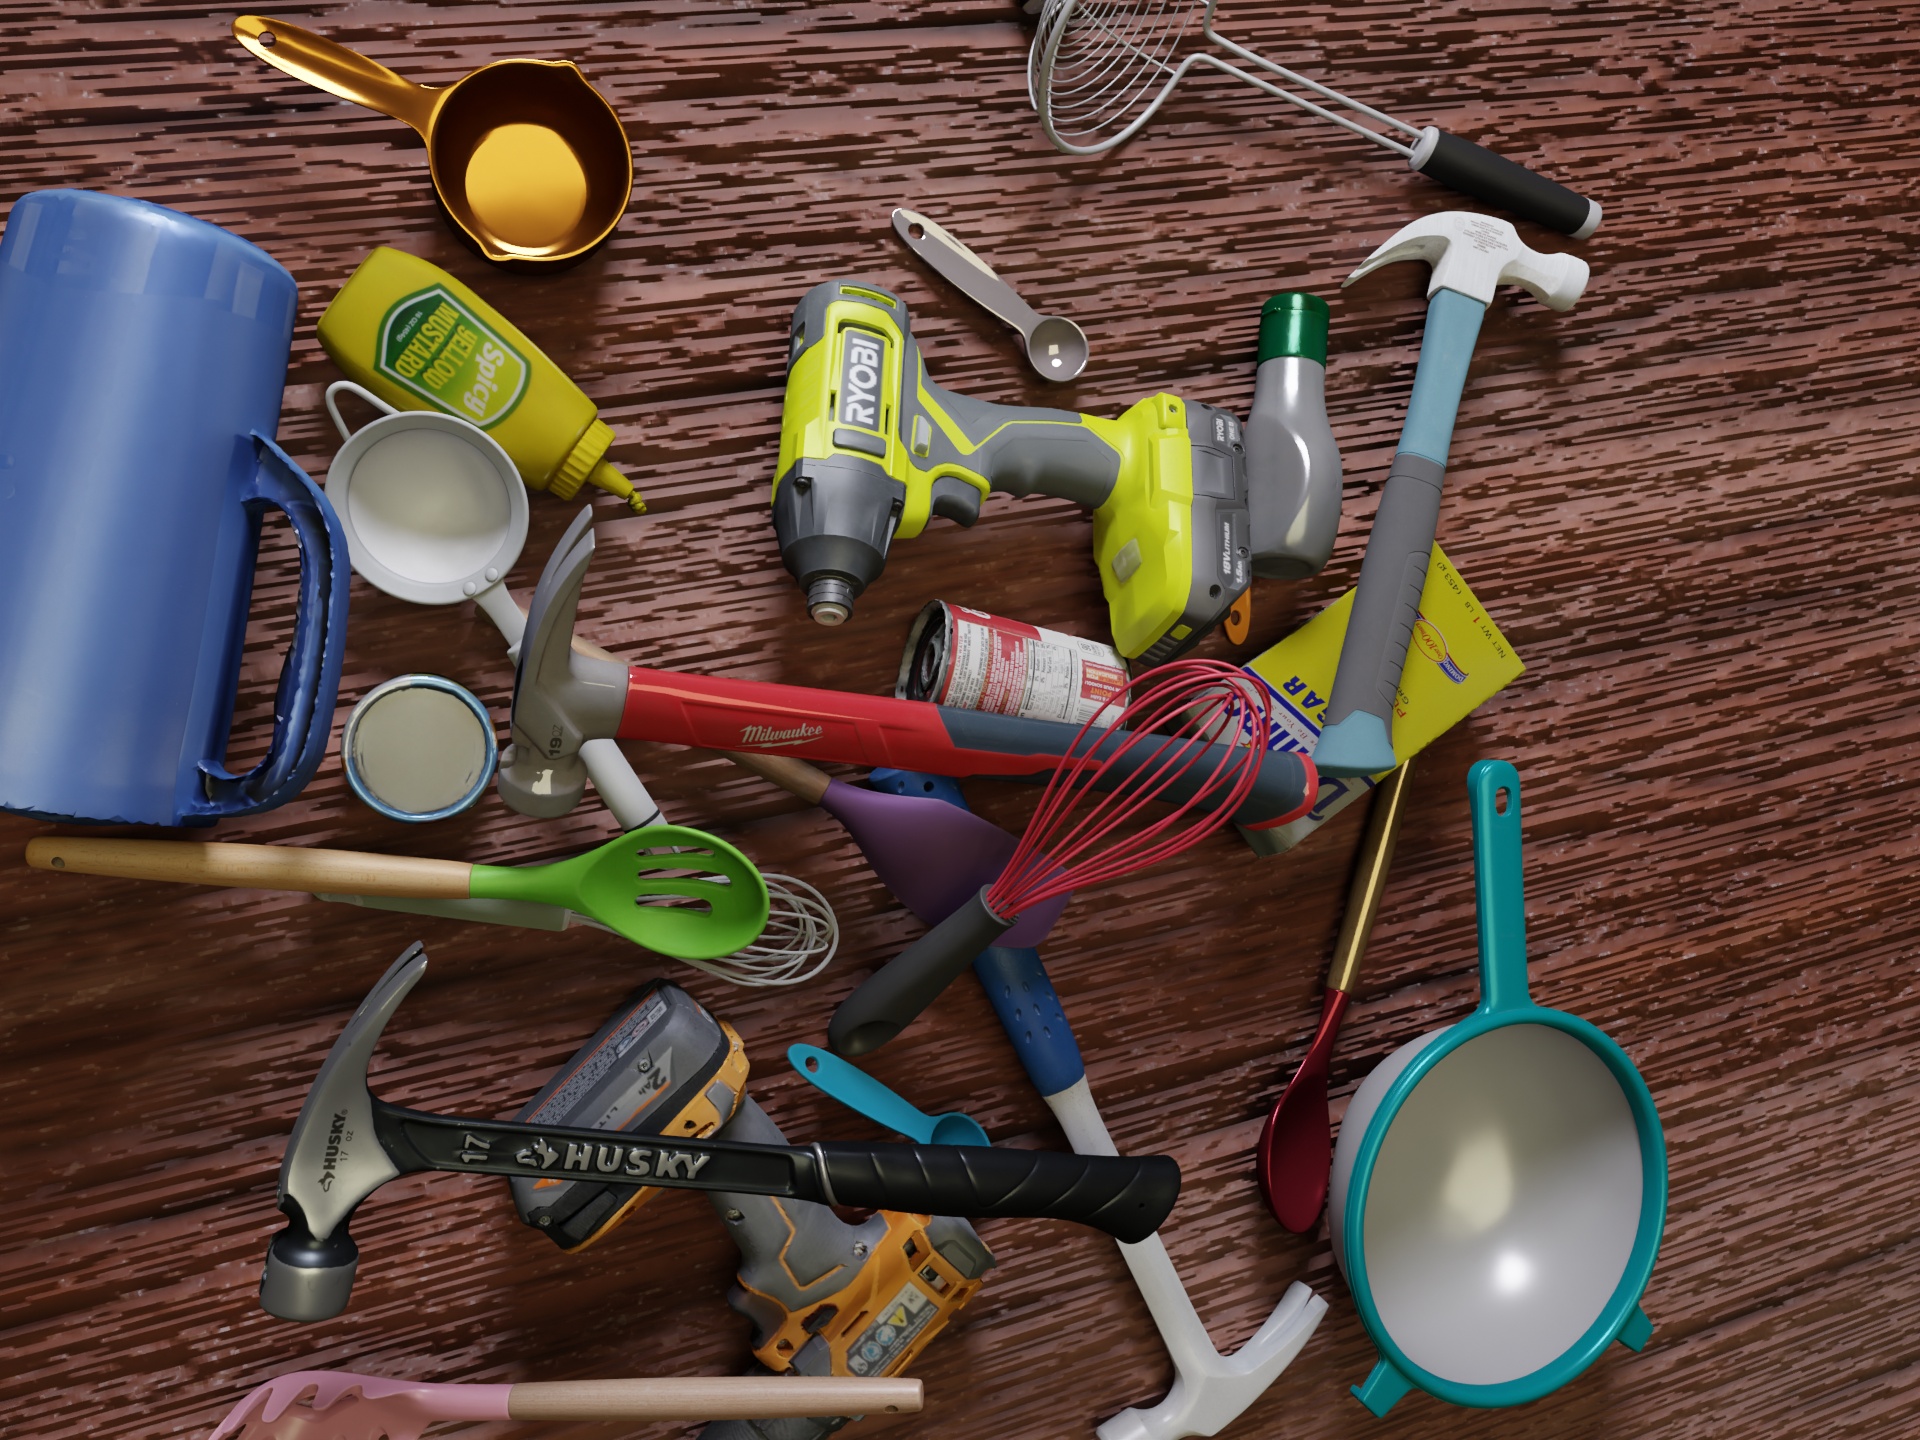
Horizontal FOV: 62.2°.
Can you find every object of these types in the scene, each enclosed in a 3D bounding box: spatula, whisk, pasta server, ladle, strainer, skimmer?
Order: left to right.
[{"bbox_3d":[-0.199,-0.038,0.716,0.087,0.050,0.258,-29,104,6],"label":"strainer"},{"bbox_3d":[-0.174,0.310,0.707,0.316,0.040,0.060,-3,126,5],"label":"pasta server"},{"bbox_3d":[-0.177,0.087,0.749,0.246,0.057,0.059,10,55,-15],"label":"whisk"},{"bbox_3d":[-0.089,0.024,0.763,0.316,0.018,0.060,30,99,-8],"label":"spatula"},{"bbox_3d":[0.031,0.075,0.733,0.073,0.073,0.295,37,120,-16],"label":"whisk"},{"bbox_3d":[0.201,-0.308,0.826,0.363,0.090,0.127,14,126,-21],"label":"skimmer"},{"bbox_3d":[0.217,0.125,0.882,0.069,0.031,0.315,23,82,-47],"label":"ladle"},{"bbox_3d":[0.272,0.191,0.871,0.211,0.095,0.340,-3,91,-22],"label":"strainer"}]

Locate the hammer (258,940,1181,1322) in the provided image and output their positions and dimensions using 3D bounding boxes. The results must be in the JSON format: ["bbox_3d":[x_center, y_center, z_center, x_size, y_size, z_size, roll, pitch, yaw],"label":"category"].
[{"bbox_3d":[-0.078,0.193,0.702,0.408,0.036,0.149,12,94,-25],"label":"hammer"}]

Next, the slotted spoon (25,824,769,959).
[{"bbox_3d":[-0.241,0.067,0.699,0.313,0.031,0.070,5,117,-8],"label":"slotted spoon"}]

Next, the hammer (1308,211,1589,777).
[{"bbox_3d":[0.242,-0.123,0.843,0.128,0.033,0.331,19,75,-8],"label":"hammer"}]

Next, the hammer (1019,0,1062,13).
[{"bbox_3d":[0.166,-0.471,0.836,0.337,0.034,0.127,-20,99,-16],"label":"hammer"}]

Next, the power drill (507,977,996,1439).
[{"bbox_3d":[-0.116,0.258,0.758,0.185,0.084,0.226,-46,109,-9],"label":"power drill"}]

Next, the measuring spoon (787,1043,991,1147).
[{"bbox_3d":[-0.039,0.200,0.803,0.128,0.021,0.042,36,45,-17],"label":"measuring spoon"}]

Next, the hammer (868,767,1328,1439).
[{"bbox_3d":[0.063,0.196,0.833,0.144,0.035,0.405,-28,100,-15],"label":"hammer"}]

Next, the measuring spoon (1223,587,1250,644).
[{"bbox_3d":[0.143,-0.099,0.860,0.021,0.011,0.117,-11,99,-32],"label":"measuring spoon"}]

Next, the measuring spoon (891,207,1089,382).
[{"bbox_3d":[0.013,-0.216,0.812,0.124,0.018,0.034,38,75,-9],"label":"measuring spoon"}]

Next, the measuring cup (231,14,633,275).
[{"bbox_3d":[-0.233,-0.261,0.709,0.173,0.052,0.095,22,86,-16],"label":"measuring cup"}]

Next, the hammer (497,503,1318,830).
[{"bbox_3d":[-0.001,-0.002,0.720,0.386,0.038,0.143,7,127,-21],"label":"hammer"}]

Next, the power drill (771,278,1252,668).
[{"bbox_3d":[0.022,-0.106,0.761,0.223,0.080,0.171,11,62,-18],"label":"power drill"}]
